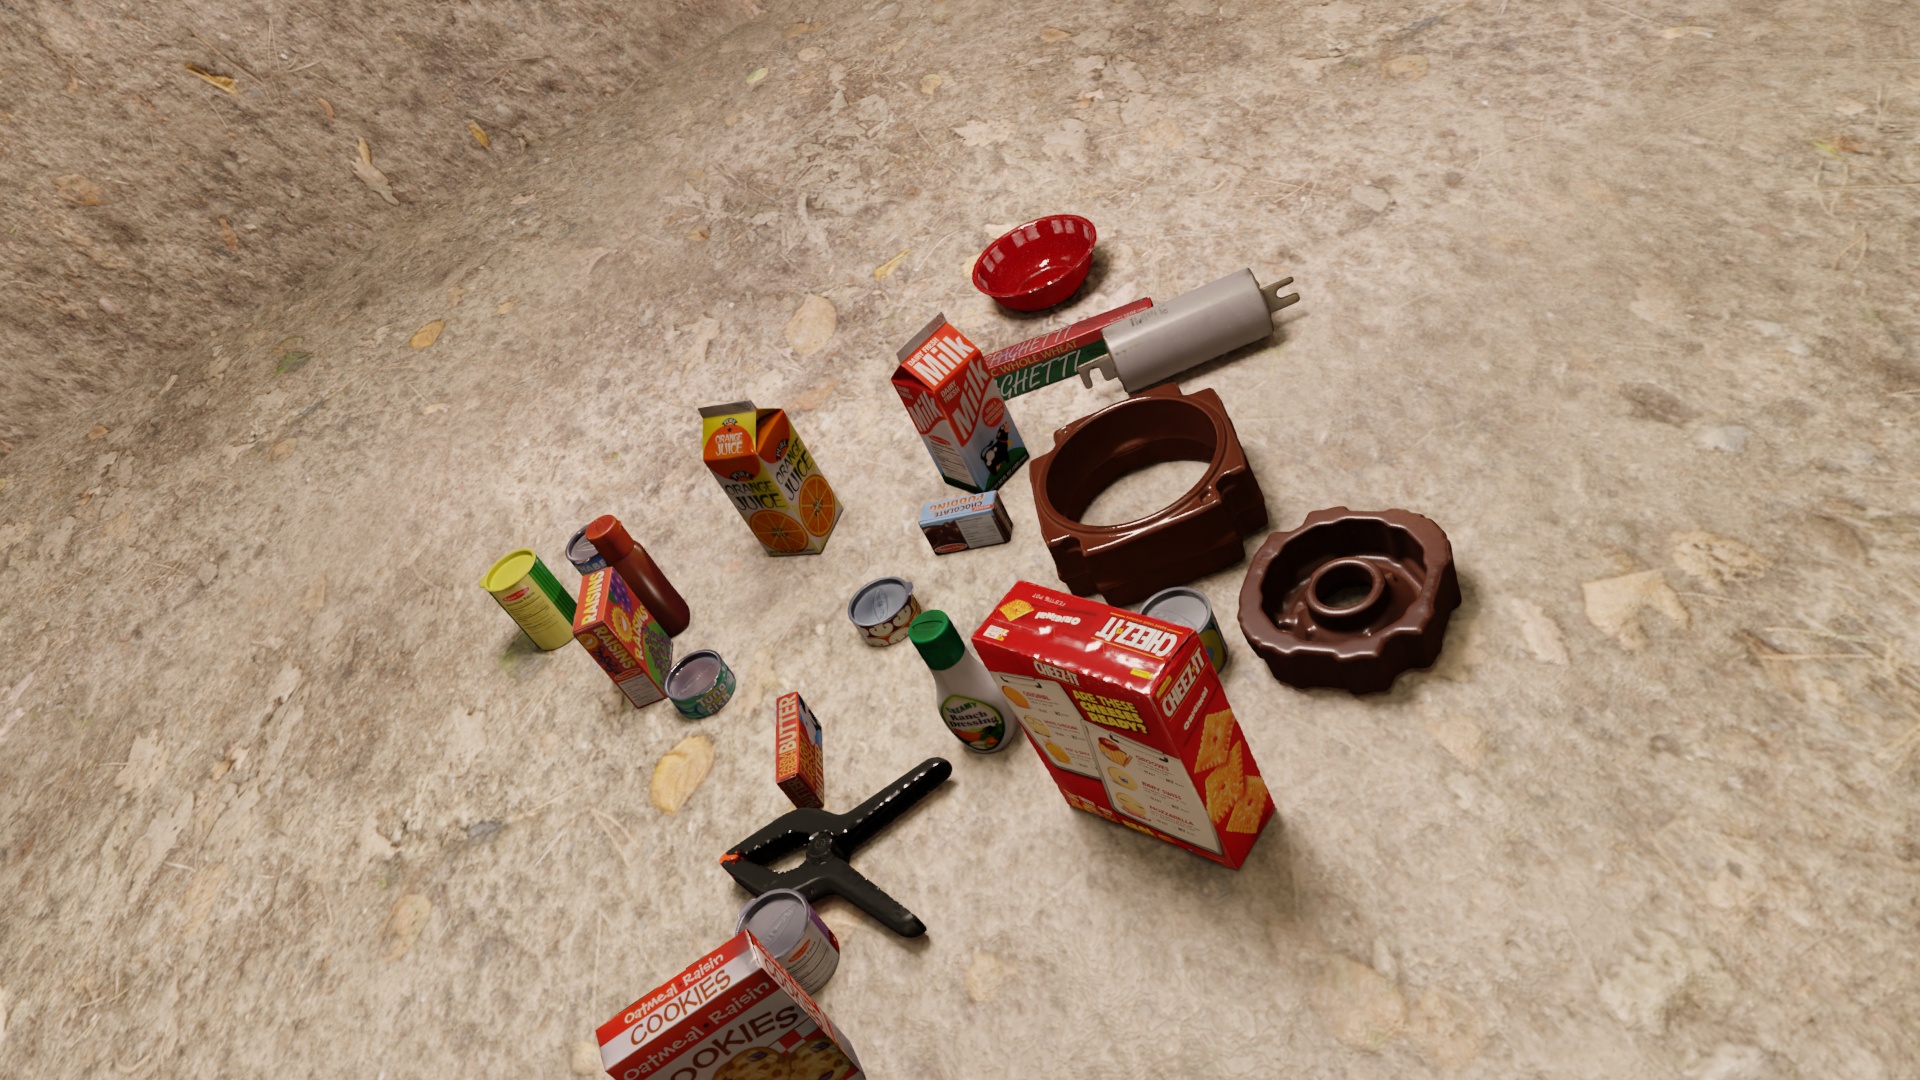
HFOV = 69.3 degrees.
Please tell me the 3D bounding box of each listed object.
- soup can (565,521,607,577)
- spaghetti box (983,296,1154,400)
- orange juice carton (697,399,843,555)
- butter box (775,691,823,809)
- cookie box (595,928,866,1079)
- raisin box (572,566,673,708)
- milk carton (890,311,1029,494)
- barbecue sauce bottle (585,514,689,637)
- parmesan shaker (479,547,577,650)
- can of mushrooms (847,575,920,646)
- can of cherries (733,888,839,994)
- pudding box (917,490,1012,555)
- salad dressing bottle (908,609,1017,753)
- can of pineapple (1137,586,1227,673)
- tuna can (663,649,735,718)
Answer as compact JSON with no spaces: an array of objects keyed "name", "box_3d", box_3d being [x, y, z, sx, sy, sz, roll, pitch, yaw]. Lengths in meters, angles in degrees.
[{"name":"soup can","box_3d":[-0.397,0.029,1.572,0.071,0.083,0.072,-17,39,15]},{"name":"spaghetti box","box_3d":[0.102,-0.205,1.557,0.250,0.050,0.029,-19,39,12]},{"name":"orange juice carton","box_3d":[-0.207,-0.074,1.484,0.072,0.192,0.073,-4,44,29]},{"name":"butter box","box_3d":[-0.146,0.191,1.257,0.024,0.053,0.104,-21,38,10]},{"name":"cookie box","box_3d":[-0.159,0.362,0.978,0.123,0.166,0.040,-33,38,-6]},{"name":"raisin box","box_3d":[-0.346,0.100,1.428,0.040,0.123,0.086,-20,38,11]},{"name":"milk carton","box_3d":[-0.006,-0.141,1.437,0.073,0.189,0.072,22,60,45]},{"name":"barbecue sauce bottle","box_3d":[-0.344,0.036,1.479,0.044,0.148,0.065,-32,38,-3]},{"name":"parmesan shaker","box_3d":[-0.481,0.068,1.564,0.071,0.102,0.072,-17,39,15]},{"name":"can of mushrooms","box_3d":[-0.072,0.069,1.367,0.071,0.033,0.071,-17,39,15]},{"name":"can of cherries","box_3d":[-0.139,0.319,1.103,0.071,0.058,0.072,-17,39,15]},{"name":"pudding box","box_3d":[0.005,-0.018,1.404,0.083,0.049,0.030,-11,41,21]},{"name":"salad dressing bottle","box_3d":[0.001,0.119,1.172,0.064,0.147,0.044,-9,42,24]},{"name":"can of pineapple","box_3d":[0.185,0.083,1.172,0.071,0.057,0.071,-17,39,15]},{"name":"tuna can","box_3d":[-0.260,0.145,1.397,0.071,0.032,0.071,-17,39,15]}]
